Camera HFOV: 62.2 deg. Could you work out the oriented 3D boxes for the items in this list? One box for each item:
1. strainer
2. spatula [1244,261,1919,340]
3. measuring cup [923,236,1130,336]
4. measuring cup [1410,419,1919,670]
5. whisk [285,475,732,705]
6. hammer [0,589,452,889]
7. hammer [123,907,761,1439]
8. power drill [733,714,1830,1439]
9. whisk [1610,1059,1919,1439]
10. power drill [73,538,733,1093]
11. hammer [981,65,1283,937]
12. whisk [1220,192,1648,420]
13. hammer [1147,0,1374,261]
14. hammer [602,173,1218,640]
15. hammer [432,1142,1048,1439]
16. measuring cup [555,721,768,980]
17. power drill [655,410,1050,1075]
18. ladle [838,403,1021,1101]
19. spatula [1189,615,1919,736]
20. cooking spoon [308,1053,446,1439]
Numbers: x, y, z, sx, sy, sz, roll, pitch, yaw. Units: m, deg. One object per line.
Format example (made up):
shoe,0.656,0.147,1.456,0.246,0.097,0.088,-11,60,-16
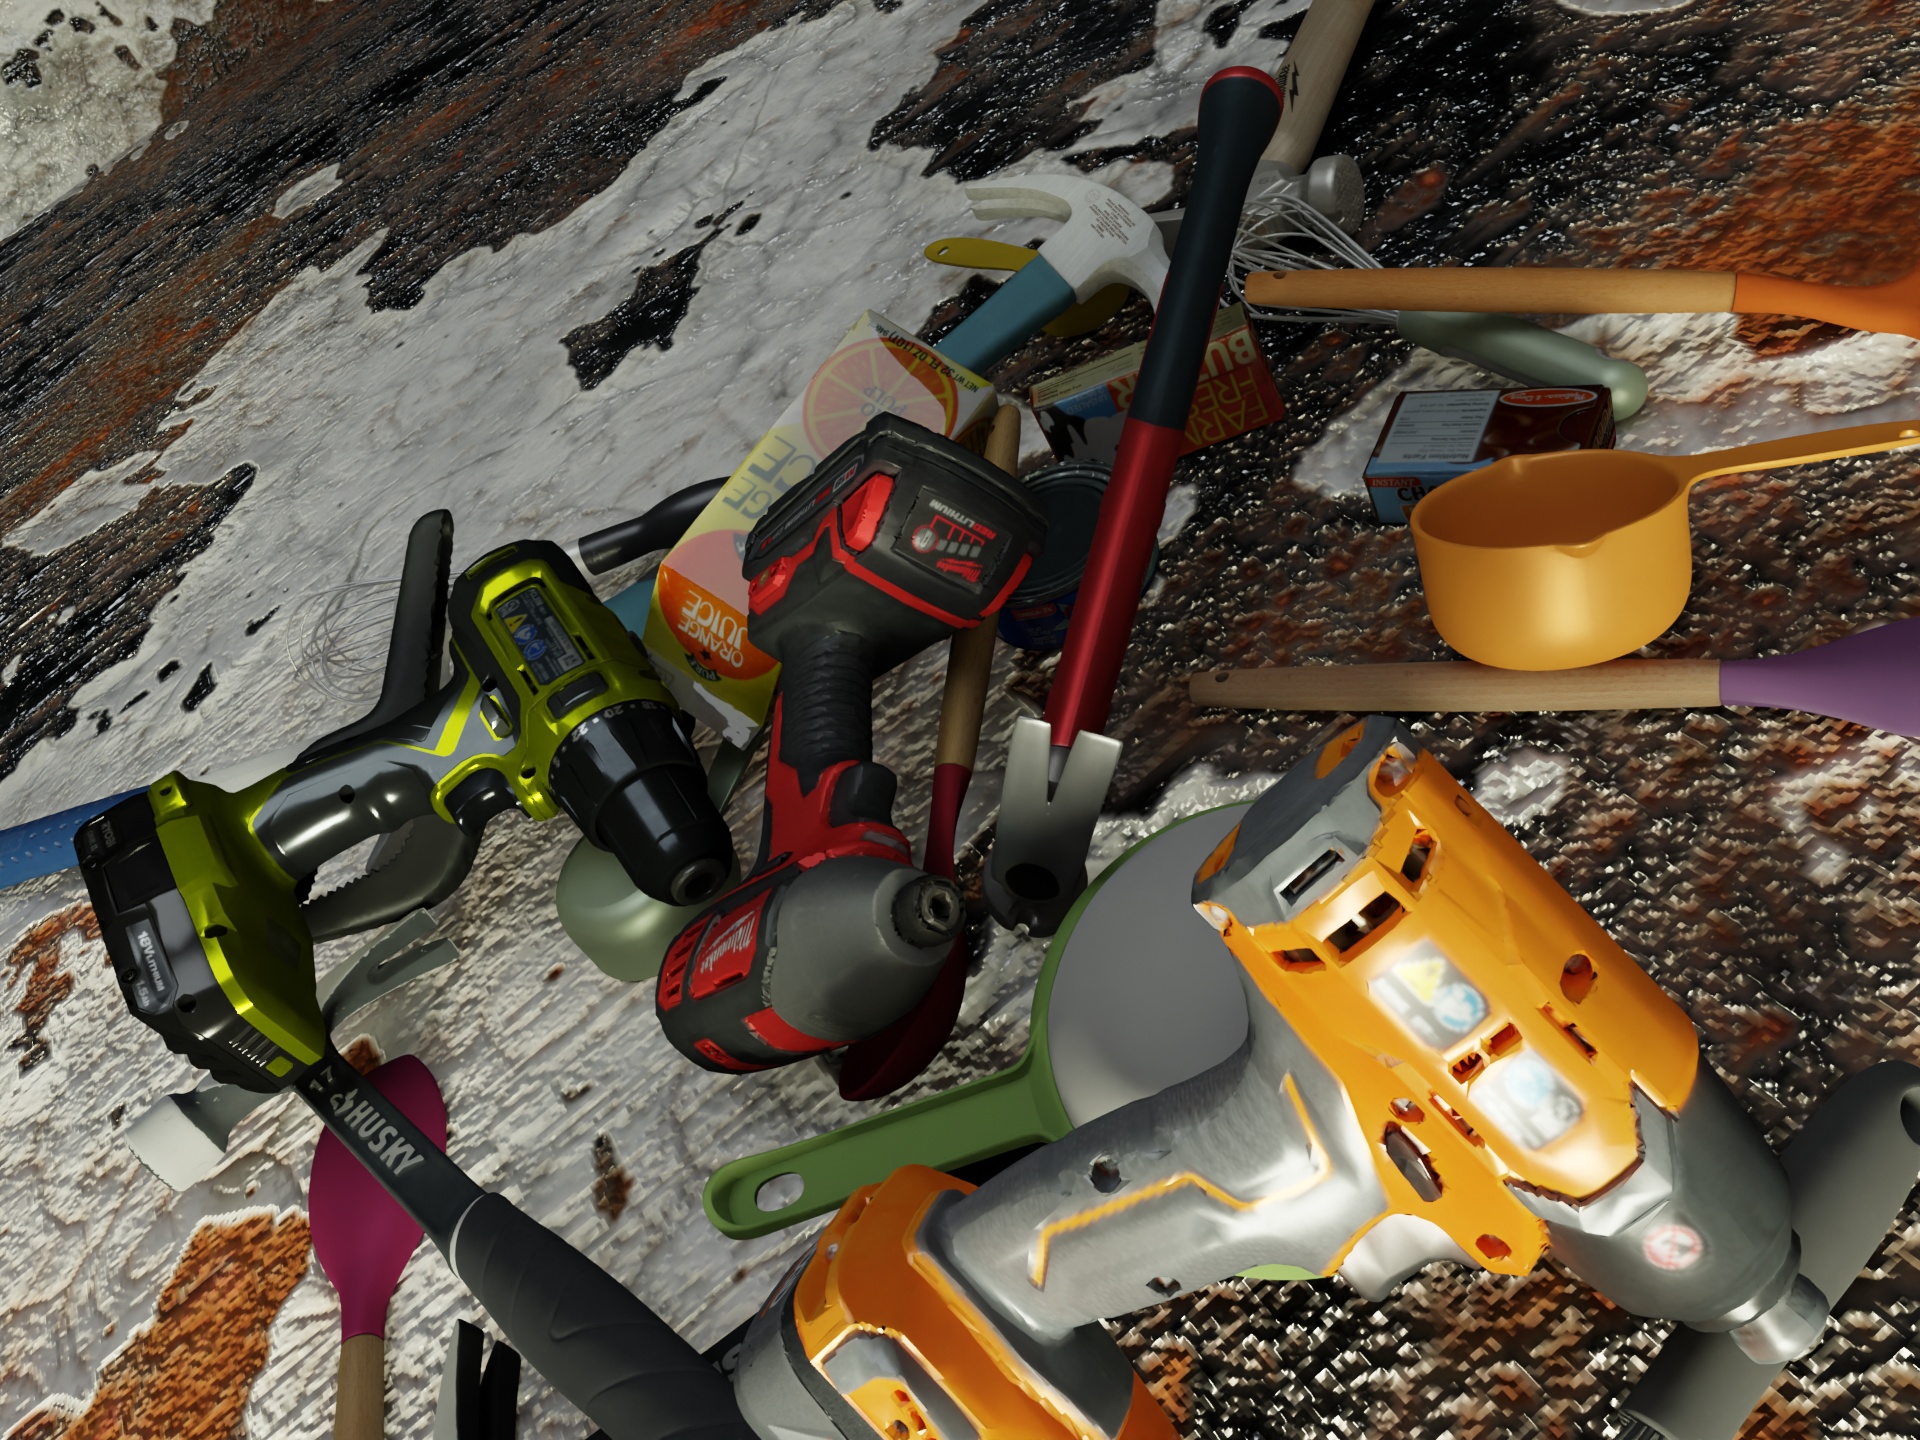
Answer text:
strainer,0.036,0.093,0.458,0.256,0.069,0.152,-20,53,5
spatula,0.269,-0.172,0.607,0.323,0.041,0.081,6,54,20
measuring cup,0.032,-0.240,0.863,0.062,0.029,0.157,-46,40,-13
measuring cup,0.243,-0.061,0.536,0.173,0.052,0.095,-10,24,9
whisk,-0.236,-0.074,0.861,0.284,0.070,0.070,-19,43,9
hammer,-0.420,0.049,0.852,0.405,0.035,0.144,-15,67,27
hammer,-0.170,0.168,0.552,0.149,0.036,0.409,-45,34,-25
power drill,0.072,0.130,0.376,0.226,0.164,0.084,-45,-3,20
whisk,0.169,0.171,0.374,0.239,0.055,0.055,-45,42,-19
power drill,-0.215,0.045,0.639,0.228,0.080,0.191,-33,56,-10
hammer,0.075,-0.118,0.599,0.038,0.143,0.387,15,64,5
whisk,0.193,-0.179,0.693,0.247,0.057,0.059,41,113,45
hammer,0.206,-0.401,0.896,0.146,0.038,0.411,3,53,37
hammer,-0.040,-0.145,0.787,0.331,0.033,0.128,-39,75,3
hammer,-0.025,0.169,0.505,0.335,0.035,0.146,-37,42,-3
measuring cup,-0.120,0.031,0.692,0.083,0.038,0.168,0,54,33
power drill,-0.036,0.009,0.564,0.143,0.078,0.220,-29,43,48
ladle,-0.001,-0.002,0.620,0.069,0.031,0.316,-40,35,52
spatula,0.225,-0.014,0.530,0.316,0.018,0.060,-1,45,31
cooking spoon,-0.214,0.245,0.566,0.069,0.017,0.319,-29,40,6
